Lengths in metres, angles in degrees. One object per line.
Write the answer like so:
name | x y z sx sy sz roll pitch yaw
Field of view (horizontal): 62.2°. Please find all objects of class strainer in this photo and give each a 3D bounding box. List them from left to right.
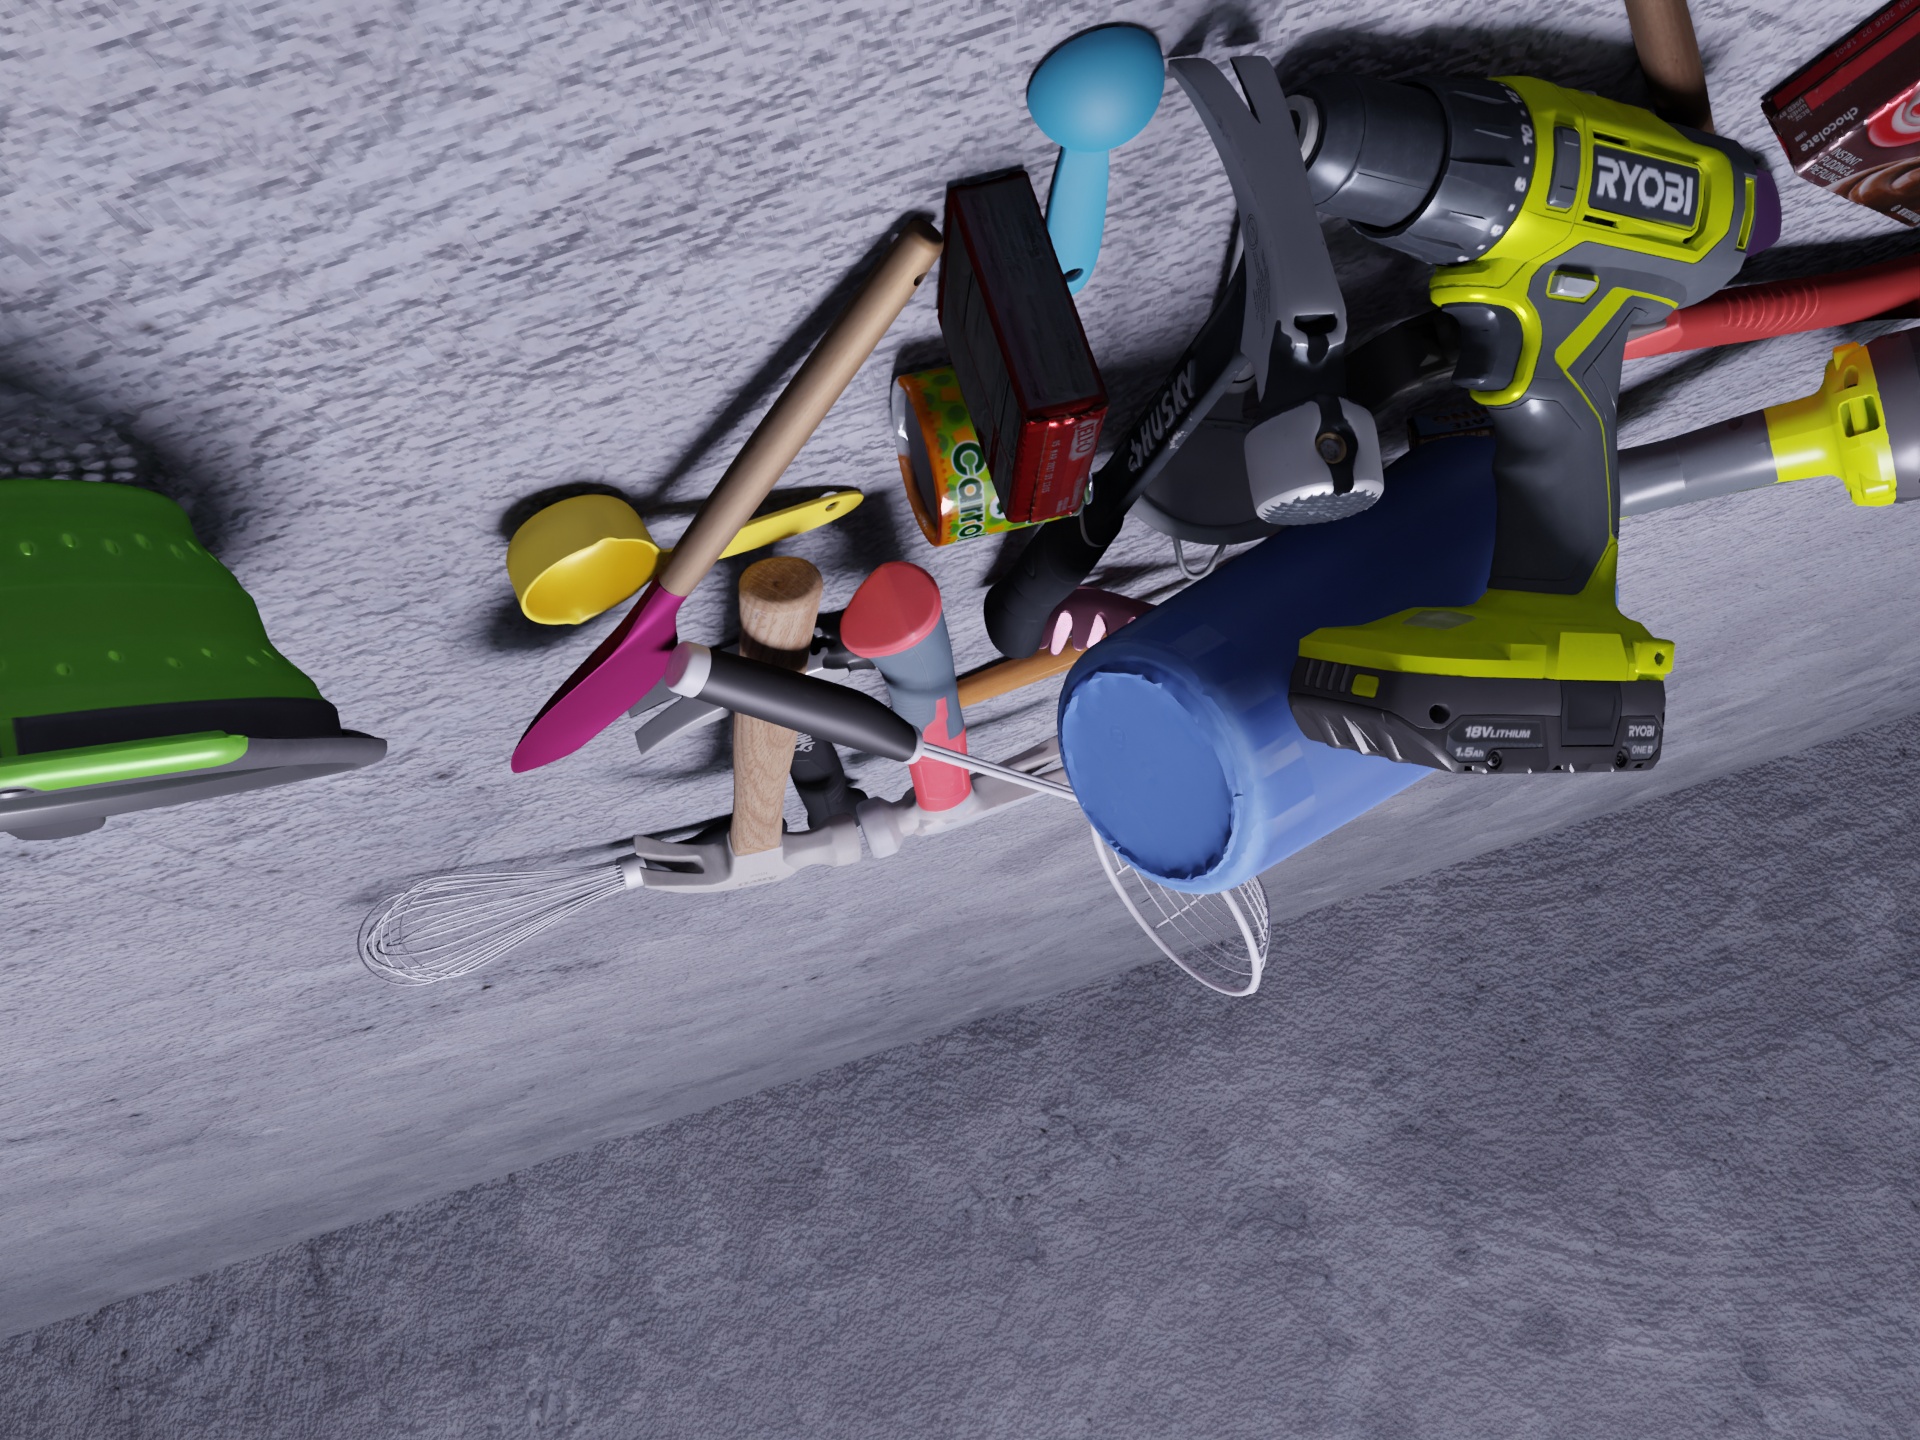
strainer | 0.111 -0.139 0.642 0.087 0.050 0.258 8 157 5

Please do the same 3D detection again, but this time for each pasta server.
pasta server | 0.178 -0.032 0.869 0.316 0.040 0.060 10 178 -9

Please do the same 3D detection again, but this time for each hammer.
hammer | -0.102 0.017 0.801 0.130 0.031 0.331 -13 156 -15
hammer | -0.095 0.020 0.940 0.146 0.035 0.334 -17 163 -4
hammer | -0.001 -0.003 0.847 0.143 0.038 0.386 -20 164 -4
hammer | 0.058 -0.095 0.629 0.036 0.149 0.409 -6 170 -11
hammer | 0.325 -0.178 0.726 0.359 0.037 0.149 -13 175 -23

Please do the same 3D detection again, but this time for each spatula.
spatula | 0.102 -0.049 0.907 0.322 0.041 0.081 -20 119 19
spatula | 0.266 -0.219 0.587 0.060 0.018 0.315 -22 164 26

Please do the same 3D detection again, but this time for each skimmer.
skimmer | 0.012 0.054 0.758 0.363 0.090 0.127 19 -175 -35

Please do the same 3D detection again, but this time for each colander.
colander | -0.325 -0.010 0.552 0.204 0.094 0.397 -9 179 -28

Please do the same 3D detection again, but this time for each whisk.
whisk | -0.245 0.106 1.035 0.284 0.070 0.070 -16 164 -24

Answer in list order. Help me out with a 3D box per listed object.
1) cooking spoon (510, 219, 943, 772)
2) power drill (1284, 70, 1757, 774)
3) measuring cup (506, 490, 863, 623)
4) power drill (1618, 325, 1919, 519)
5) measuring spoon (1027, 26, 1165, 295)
cooking spoon | -0.098 -0.069 0.607 0.069 0.017 0.318 -25 165 -49
power drill | 0.178 -0.101 0.543 0.190 0.228 0.080 0 -172 -28
measuring cup | -0.109 -0.080 0.644 0.156 0.029 0.062 -22 163 -32
power drill | 0.396 -0.133 0.845 0.223 0.080 0.171 -12 176 28
measuring spoon | 0.042 -0.167 0.509 0.042 0.021 0.128 -16 162 -6
